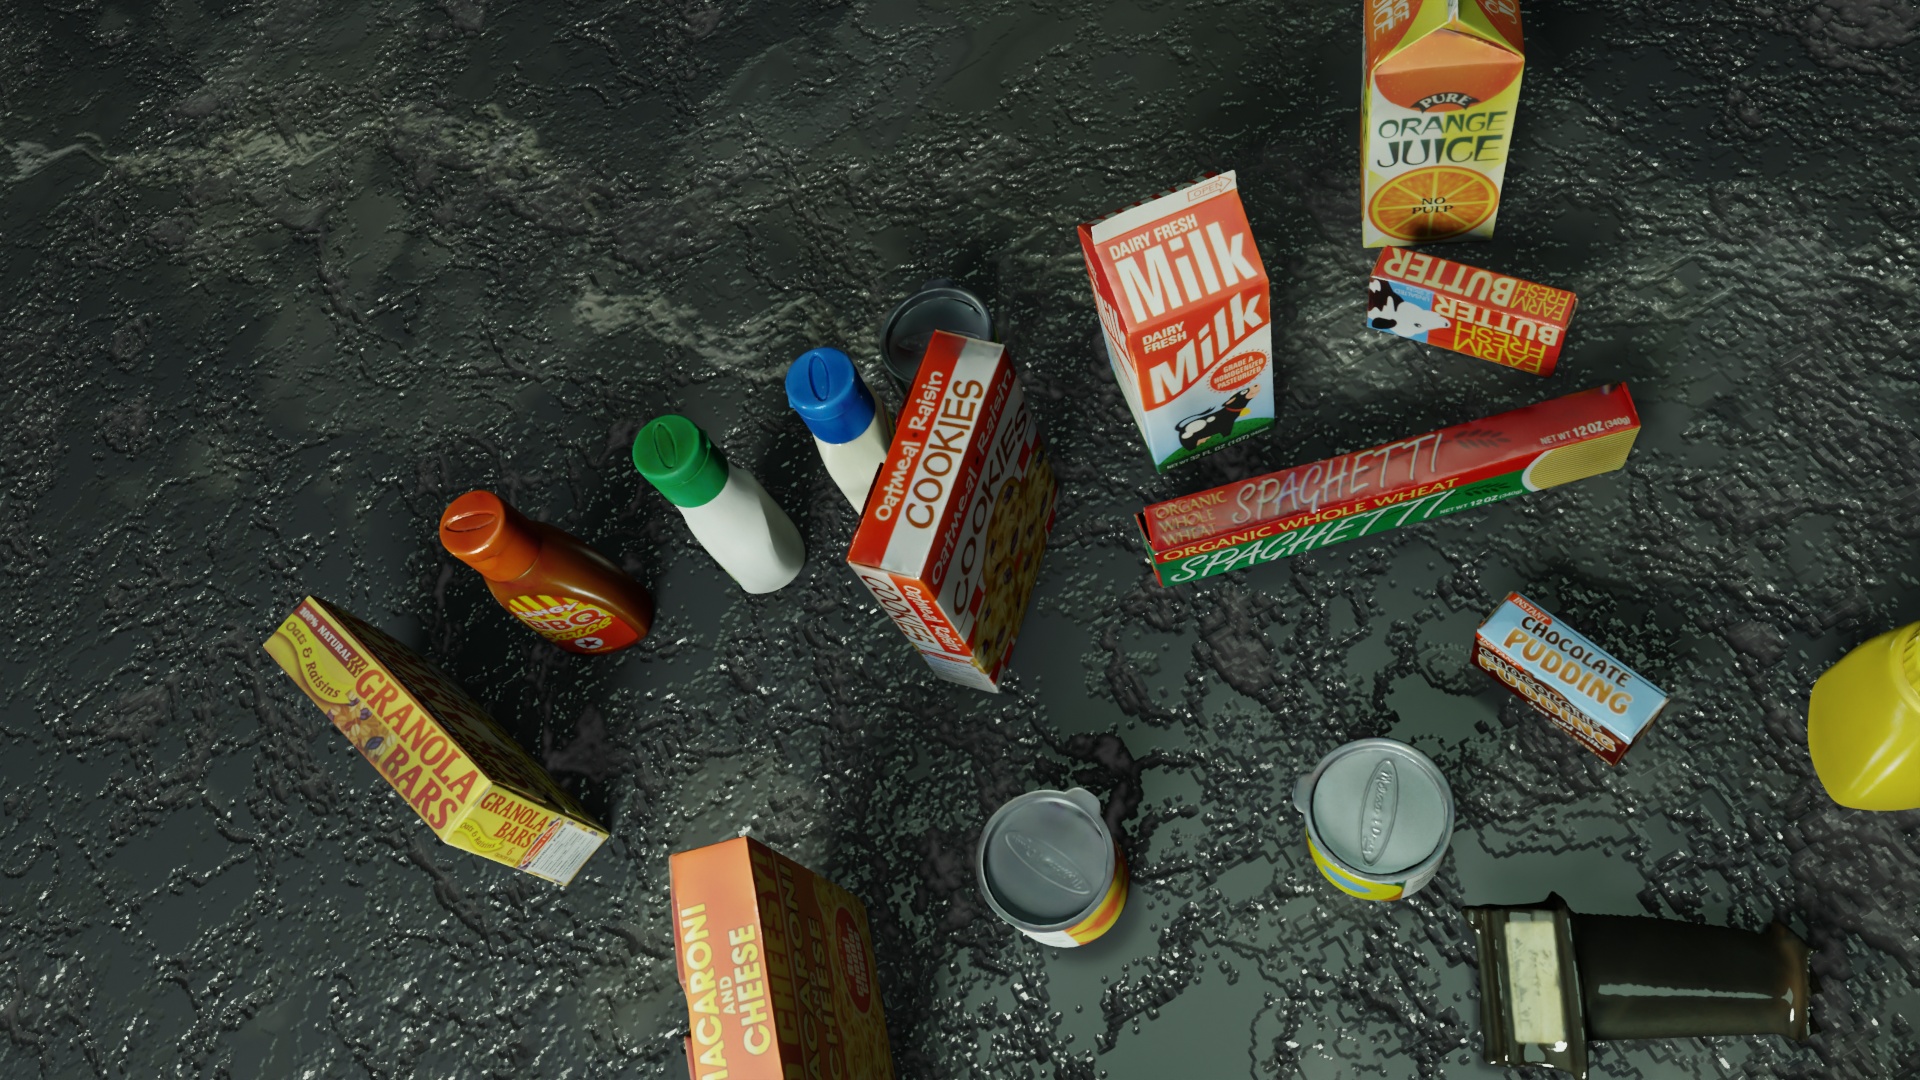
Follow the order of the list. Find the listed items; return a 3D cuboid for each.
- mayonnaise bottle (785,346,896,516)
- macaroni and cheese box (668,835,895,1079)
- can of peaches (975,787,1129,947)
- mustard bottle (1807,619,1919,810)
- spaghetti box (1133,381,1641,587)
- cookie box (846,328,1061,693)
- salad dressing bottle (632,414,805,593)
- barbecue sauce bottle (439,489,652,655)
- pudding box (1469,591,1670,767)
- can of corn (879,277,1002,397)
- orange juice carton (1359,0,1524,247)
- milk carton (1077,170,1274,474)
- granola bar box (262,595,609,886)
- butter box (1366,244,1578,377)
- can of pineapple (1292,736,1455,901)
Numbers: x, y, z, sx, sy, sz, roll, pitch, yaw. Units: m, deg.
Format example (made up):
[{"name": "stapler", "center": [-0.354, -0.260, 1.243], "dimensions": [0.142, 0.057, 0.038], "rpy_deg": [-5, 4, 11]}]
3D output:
[{"name": "mayonnaise bottle", "center": [-0.051, -0.050, 0.742], "dimensions": [0.041, 0.147, 0.065], "rpy_deg": [-16, 63, 7]}, {"name": "macaroni and cheese box", "center": [-0.074, 0.211, 0.618], "dimensions": [0.040, 0.166, 0.124], "rpy_deg": [-17, 63, 7]}, {"name": "can of peaches", "center": [0.047, 0.158, 0.672], "dimensions": [0.071, 0.058, 0.071], "rpy_deg": [-5, 65, 12]}, {"name": "mustard bottle", "center": [0.394, 0.066, 0.567], "dimensions": [0.049, 0.159, 0.065], "rpy_deg": [-5, 65, 13]}, {"name": "spaghetti box", "center": [0.216, -0.027, 0.717], "dimensions": [0.250, 0.050, 0.029], "rpy_deg": [-15, 64, 7]}, {"name": "cookie box", "center": [0.002, -0.009, 0.698], "dimensions": [0.040, 0.167, 0.123], "rpy_deg": [12, 70, 19]}, {"name": "salad dressing bottle", "center": [-0.128, -0.019, 0.747], "dimensions": [0.044, 0.147, 0.064], "rpy_deg": [-24, 63, 3]}, {"name": "barbecue sauce bottle", "center": [-0.226, 0.019, 0.754], "dimensions": [0.065, 0.148, 0.044], "rpy_deg": [-10, 64, 10]}, {"name": "pudding box", "center": [0.286, 0.065, 0.658], "dimensions": [0.030, 0.049, 0.084], "rpy_deg": [-46, 64, -8]}, {"name": "can of corn", "center": [-0.007, -0.107, 0.807], "dimensions": [0.071, 0.058, 0.071], "rpy_deg": [-5, 65, 12]}, {"name": "orange juice carton", "center": [0.248, -0.238, 0.726], "dimensions": [0.073, 0.192, 0.072], "rpy_deg": [-1, 66, 14]}, {"name": "milk carton", "center": [0.111, -0.116, 0.706], "dimensions": [0.072, 0.190, 0.074], "rpy_deg": [-22, 63, 4]}, {"name": "granola bar box", "center": [-0.276, 0.107, 0.741], "dimensions": [0.166, 0.124, 0.039], "rpy_deg": [36, 79, 25]}, {"name": "butter box", "center": [0.272, -0.123, 0.746], "dimensions": [0.103, 0.053, 0.024], "rpy_deg": [21, 73, 22]}, {"name": "can of pineapple", "center": [0.193, 0.130, 0.648], "dimensions": [0.071, 0.057, 0.071], "rpy_deg": [-5, 65, 12]}]
